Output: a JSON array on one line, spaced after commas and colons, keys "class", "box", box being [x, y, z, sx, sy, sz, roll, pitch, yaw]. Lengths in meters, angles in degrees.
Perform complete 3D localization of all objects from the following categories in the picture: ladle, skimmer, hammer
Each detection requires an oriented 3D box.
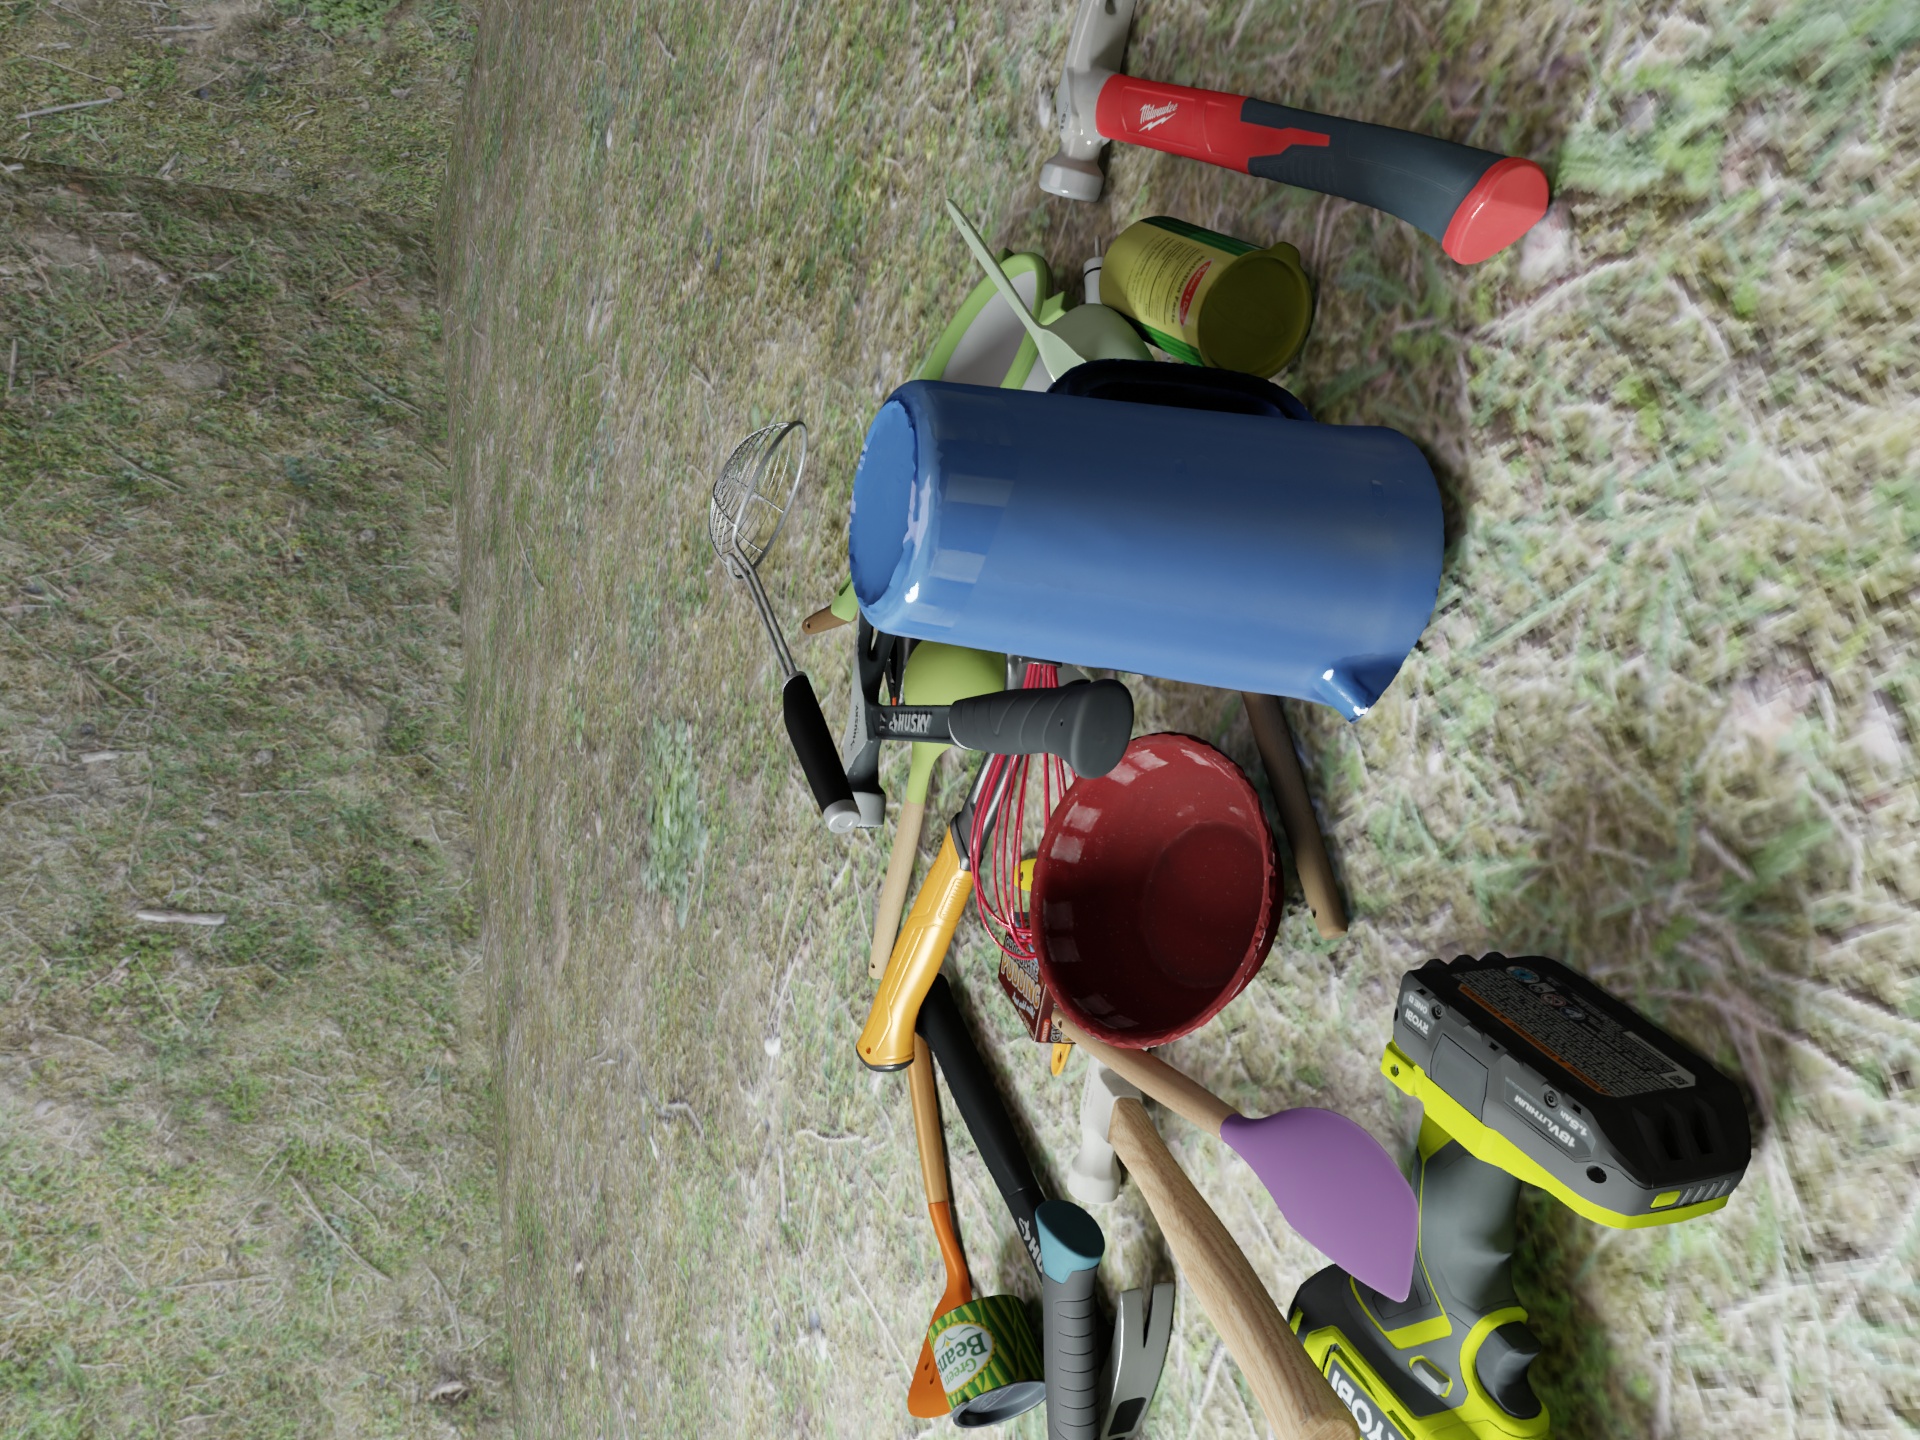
[{"class": "ladle", "box": [-0.027, 0.070, 1.145, 0.078, 0.062, 0.320, 39, 135, 29]}, {"class": "skimmer", "box": [-0.103, -0.070, 1.104, 0.127, 0.090, 0.364, 109, 147, -43]}, {"class": "hammer", "box": [0.114, 0.247, 0.779, 0.331, 0.031, 0.130, -131, 47, -73]}, {"class": "hammer", "box": [-0.010, 0.094, 1.040, 0.127, 0.034, 0.336, 39, 122, 32]}, {"class": "hammer", "box": [0.036, 0.289, 1.013, 0.335, 0.035, 0.146, 60, 140, 45]}, {"class": "hammer", "box": [0.065, 0.429, 0.891, 0.128, 0.033, 0.331, 13, 109, 52]}, {"class": "hammer", "box": [-0.001, -0.003, 0.891, 0.409, 0.036, 0.149, 179, 96, -71]}, {"class": "hammer", "box": [0.152, -0.308, 0.797, 0.387, 0.038, 0.143, 46, 127, 54]}]

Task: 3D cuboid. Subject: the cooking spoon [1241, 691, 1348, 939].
[{"class": "cooking spoon", "box": [0.146, -0.039, 0.822, 0.068, 0.017, 0.319, 113, 148, -61]}]

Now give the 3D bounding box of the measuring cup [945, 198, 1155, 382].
[{"class": "measuring cup", "box": [0.052, -0.223, 0.855, 0.167, 0.038, 0.083, 55, 176, 7]}]

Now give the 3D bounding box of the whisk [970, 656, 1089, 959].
[{"class": "whisk", "box": [0.046, -0.012, 0.910, 0.073, 0.073, 0.296, -4, 81, 63]}]

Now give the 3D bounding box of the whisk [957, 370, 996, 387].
[{"class": "whisk", "box": [-0.002, -0.127, 1.092, 0.055, 0.055, 0.239, 34, 124, 58]}]

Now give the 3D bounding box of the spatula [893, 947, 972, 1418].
[{"class": "spatula", "box": [-0.028, 0.319, 1.130, 0.081, 0.041, 0.323, -43, 51, 56]}]

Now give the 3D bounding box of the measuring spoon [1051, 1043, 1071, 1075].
[{"class": "measuring spoon", "box": [0.074, 0.174, 0.973, 0.021, 0.011, 0.116, -110, 29, -54]}]

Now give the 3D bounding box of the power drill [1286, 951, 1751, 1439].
[{"class": "power drill", "box": [0.217, 0.226, 0.617, 0.191, 0.080, 0.228, -138, 51, -57]}]

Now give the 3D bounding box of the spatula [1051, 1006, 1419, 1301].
[{"class": "spatula", "box": [0.115, 0.181, 0.747, 0.316, 0.018, 0.060, -165, 80, -68]}]

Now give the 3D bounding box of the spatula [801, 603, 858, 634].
[{"class": "spatula", "box": [-0.022, -0.094, 1.075, 0.317, 0.044, 0.082, -14, 90, 56]}]

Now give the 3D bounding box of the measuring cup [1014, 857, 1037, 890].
[{"class": "measuring cup", "box": [0.061, 0.093, 0.973, 0.156, 0.029, 0.062, -15, 76, 61]}]

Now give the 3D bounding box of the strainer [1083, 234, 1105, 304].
[{"class": "strainer", "box": [0.088, -0.168, 0.917, 0.086, 0.050, 0.259, 41, -136, -67]}]

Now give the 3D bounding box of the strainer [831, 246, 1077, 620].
[{"class": "strainer", "box": [0.006, -0.163, 0.996, 0.256, 0.069, 0.152, -59, 25, 16]}]
